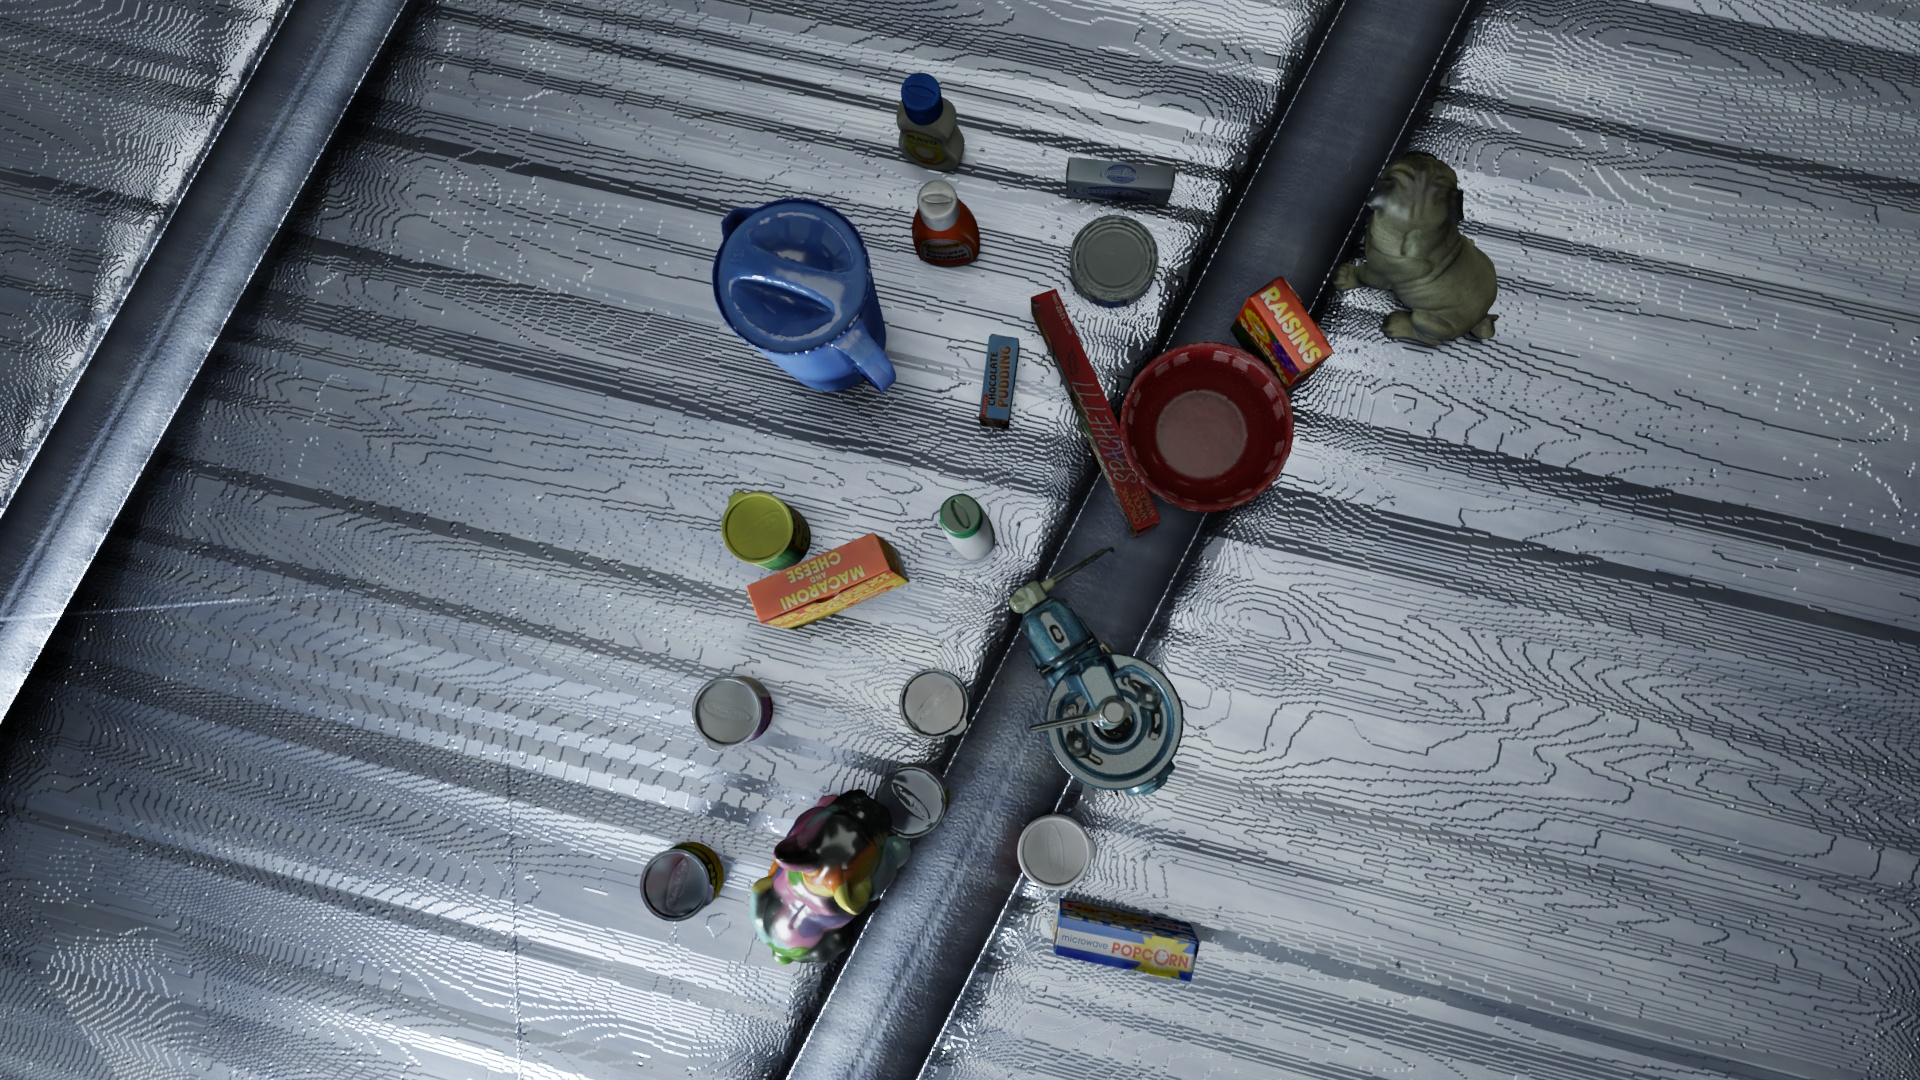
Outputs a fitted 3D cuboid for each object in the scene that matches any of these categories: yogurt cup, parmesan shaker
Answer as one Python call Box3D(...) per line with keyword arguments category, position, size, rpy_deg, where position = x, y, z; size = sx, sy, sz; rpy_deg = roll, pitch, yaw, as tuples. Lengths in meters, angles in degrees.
Box3D(category="yogurt cup", position=(0.088, 0.286, 1.291), size=(0.072, 0.054, 0.072), rpy_deg=(0, 85, 4))
Box3D(category="parmesan shaker", position=(-0.183, -0.010, 1.312), size=(0.071, 0.103, 0.071), rpy_deg=(0, 85, 4))

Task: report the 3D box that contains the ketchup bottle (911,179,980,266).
Box3D(category="ketchup bottle", position=(-0.016, -0.298, 1.307), size=(0.065, 0.148, 0.043), rpy_deg=(1, 85, 4))

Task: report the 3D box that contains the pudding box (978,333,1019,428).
Box3D(category="pudding box", position=(0.037, -0.153, 1.339), size=(0.030, 0.049, 0.083), rpy_deg=(7, 85, 4))

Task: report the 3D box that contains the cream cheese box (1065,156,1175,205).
Box3D(category="cream cheese box", position=(0.154, -0.348, 1.349), size=(0.104, 0.053, 0.024), rpy_deg=(7, 86, 4))

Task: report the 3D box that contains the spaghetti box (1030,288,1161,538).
Box3D(category="spaghetti box", position=(0.129, -0.121, 1.330), size=(0.029, 0.050, 0.250), rpy_deg=(-24, 84, 1))

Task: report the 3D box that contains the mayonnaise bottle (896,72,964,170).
Box3D(category="mayonnaise bottle", position=(-0.032, -0.396, 1.317), size=(0.065, 0.148, 0.041), rpy_deg=(16, 86, 5))

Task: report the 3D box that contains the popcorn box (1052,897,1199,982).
Box3D(category="popcorn box", position=(0.148, 0.362, 1.265), size=(0.127, 0.085, 0.038), rpy_deg=(10, 86, 4))

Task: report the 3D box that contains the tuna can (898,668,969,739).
Box3D(category="tuna can", position=(-0.022, 0.157, 1.321), size=(0.071, 0.033, 0.071), rpy_deg=(0, 85, 4))

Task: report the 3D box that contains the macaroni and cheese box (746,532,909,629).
Box3D(category="macaroni and cheese box", position=(-0.116, 0.040, 1.271), size=(0.124, 0.166, 0.040), rpy_deg=(-23, 84, 1))

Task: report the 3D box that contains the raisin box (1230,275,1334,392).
Box3D(category="raisin box", position=(0.297, -0.187, 1.289), size=(0.040, 0.123, 0.086), rpy_deg=(-32, 84, 1))

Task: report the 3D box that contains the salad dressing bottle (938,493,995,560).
Box3D(category="salad dressing bottle", position=(0.005, -0.016, 1.279), size=(0.044, 0.147, 0.064), rpy_deg=(-28, 84, 1))

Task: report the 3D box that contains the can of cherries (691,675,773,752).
Box3D(category="can of cherries", position=(-0.217, 0.164, 1.320), size=(0.071, 0.058, 0.071), rpy_deg=(0, 85, 4))

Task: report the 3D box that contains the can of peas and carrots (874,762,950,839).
Box3D(category="can of peas and carrots", position=(-0.046, 0.245, 1.301), size=(0.071, 0.058, 0.071), rpy_deg=(0, 85, 4))

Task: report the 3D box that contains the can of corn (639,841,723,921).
Box3D(category="can of corn", position=(-0.259, 0.321, 1.307), size=(0.071, 0.058, 0.071), rpy_deg=(0, 85, 4))
